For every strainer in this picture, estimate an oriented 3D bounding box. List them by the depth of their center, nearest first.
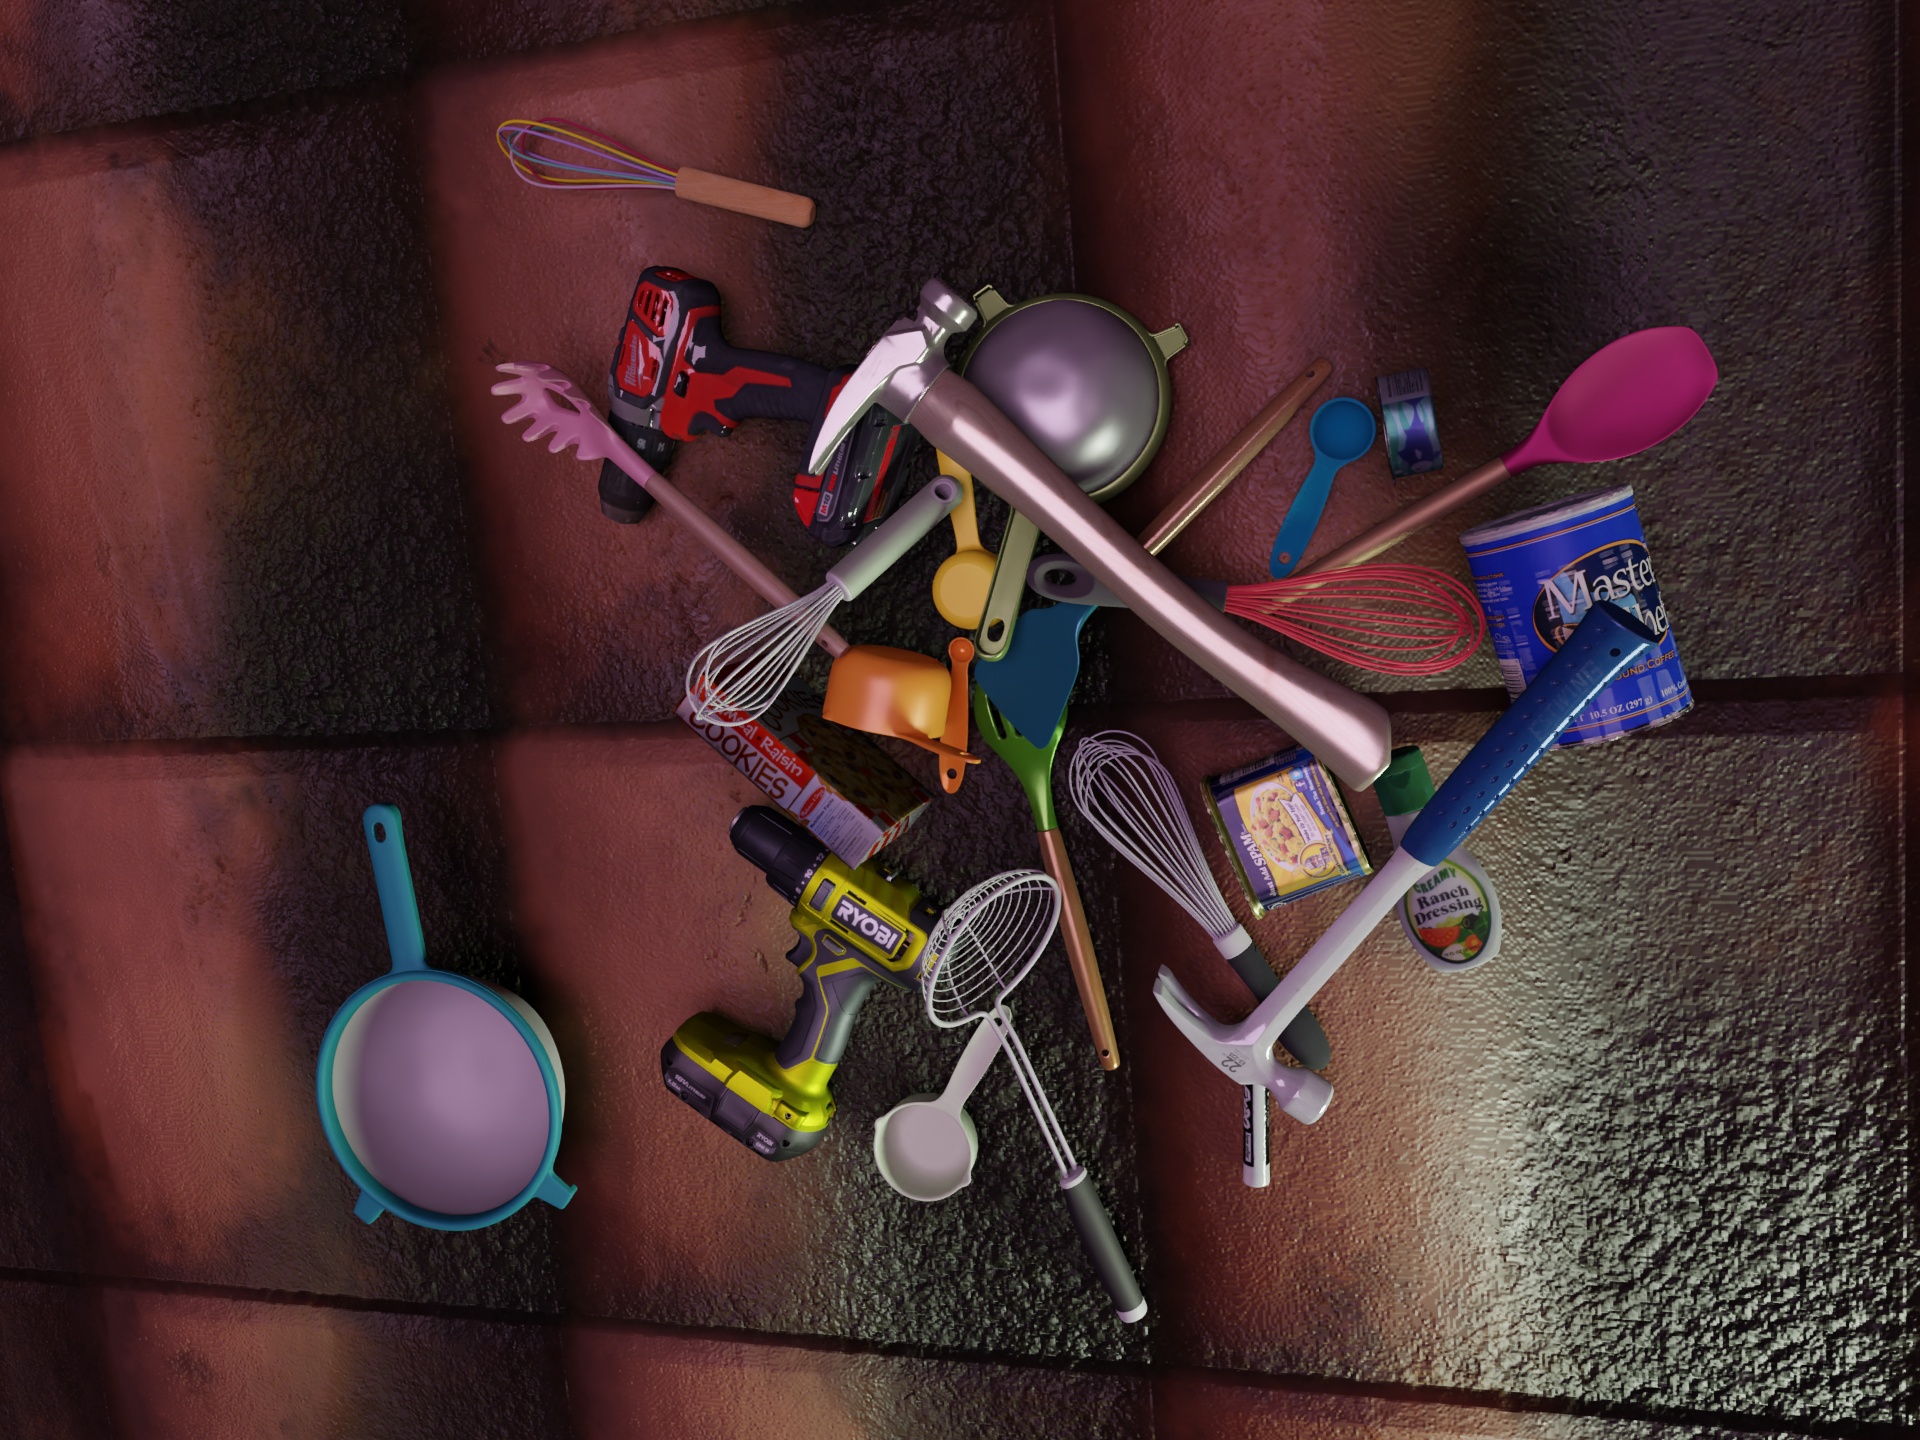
[{"bbox_3d":[0.046,-0.166,1.046,0.151,0.069,0.256,15,88,13],"label":"strainer"},{"bbox_3d":[-0.407,0.226,1.265,0.211,0.095,0.340,-9,94,15],"label":"strainer"}]

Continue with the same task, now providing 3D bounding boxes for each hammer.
[{"bbox_3d":[0.274,0.088,0.992,0.144,0.035,0.405,33,120,0],"label":"hammer"},{"bbox_3d":[0.094,-0.092,0.995,0.410,0.038,0.146,40,101,4],"label":"hammer"}]

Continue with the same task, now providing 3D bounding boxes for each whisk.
[{"bbox_3d":[0.189,-0.077,1.025,0.296,0.073,0.073,7,102,3],"label":"whisk"},{"bbox_3d":[-0.087,-0.084,1.064,0.058,0.059,0.246,46,73,3],"label":"whisk"},{"bbox_3d":[0.169,0.126,1.097,0.070,0.070,0.284,-36,92,19],"label":"whisk"},{"bbox_3d":[-0.219,-0.388,1.137,0.245,0.051,0.047,16,124,9],"label":"whisk"}]

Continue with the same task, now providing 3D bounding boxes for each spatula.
[{"bbox_3d":[0.132,-0.120,1.065,0.317,0.044,0.082,-45,62,7],"label":"spatula"}]

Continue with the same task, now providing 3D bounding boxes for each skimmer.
[{"bbox_3d":[0.073,0.275,1.118,0.090,0.127,0.363,-7,109,56],"label":"skimmer"}]

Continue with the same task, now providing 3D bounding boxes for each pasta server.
[{"bbox_3d":[-0.201,-0.146,1.107,0.316,0.040,0.060,41,137,8],"label":"pasta server"}]

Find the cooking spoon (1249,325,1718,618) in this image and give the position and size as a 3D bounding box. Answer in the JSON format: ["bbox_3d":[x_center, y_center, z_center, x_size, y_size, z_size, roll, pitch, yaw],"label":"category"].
[{"bbox_3d":[0.326,-0.150,1.022,0.319,0.017,0.069,-30,95,18],"label":"cooking spoon"}]

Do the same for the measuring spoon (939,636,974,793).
[{"bbox_3d":[-0.002,-0.004,1.150,0.021,0.011,0.117,10,105,19],"label":"measuring spoon"}]

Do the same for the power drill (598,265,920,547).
[{"bbox_3d":[-0.154,-0.198,1.127,0.227,0.080,0.187,26,112,15],"label":"power drill"}]

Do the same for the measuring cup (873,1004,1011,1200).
[{"bbox_3d":[-0.003,0.278,1.184,0.083,0.038,0.167,31,101,9],"label":"measuring cup"}]

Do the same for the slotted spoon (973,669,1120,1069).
[{"bbox_3d":[0.071,0.101,1.136,0.070,0.031,0.313,-12,97,21],"label":"slotted spoon"}]

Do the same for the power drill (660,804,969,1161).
[{"bbox_3d":[-0.127,0.191,1.184,0.190,0.080,0.228,33,104,8],"label":"power drill"}]

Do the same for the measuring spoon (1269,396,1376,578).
[{"bbox_3d":[0.235,-0.153,1.053,0.042,0.021,0.128,26,114,10],"label":"measuring spoon"}]

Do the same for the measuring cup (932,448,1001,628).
[{"bbox_3d":[-0.001,-0.140,1.114,0.062,0.029,0.156,-9,96,18],"label":"measuring cup"}]

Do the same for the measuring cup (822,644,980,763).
[{"bbox_3d":[-0.029,-0.013,1.083,0.174,0.095,0.052,24,106,58],"label":"measuring cup"}]
